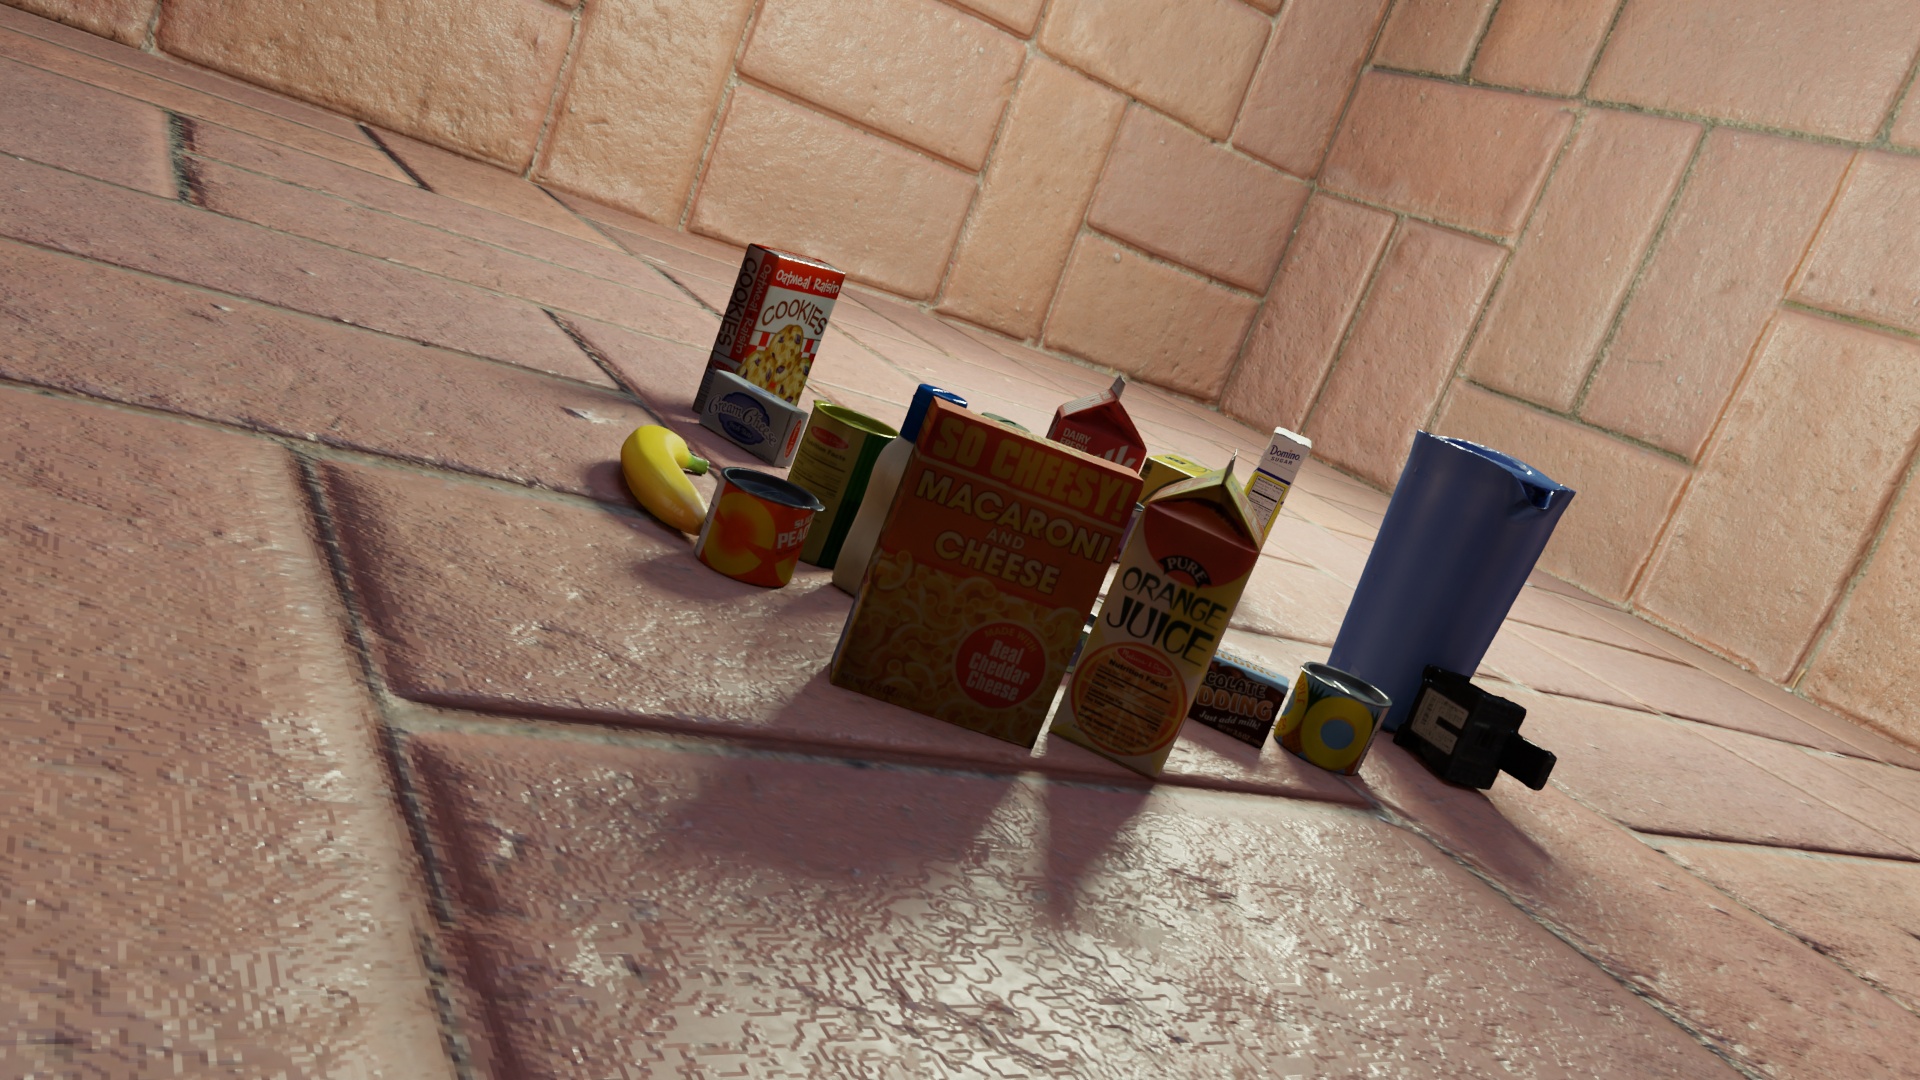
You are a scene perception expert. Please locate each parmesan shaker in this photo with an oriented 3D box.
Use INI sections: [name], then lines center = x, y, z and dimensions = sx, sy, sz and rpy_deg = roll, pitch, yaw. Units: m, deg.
[parmesan shaker]
center = -0.092, -0.040, 0.991
dimensions = 0.071, 0.103, 0.071
rpy_deg = 21, 12, -5

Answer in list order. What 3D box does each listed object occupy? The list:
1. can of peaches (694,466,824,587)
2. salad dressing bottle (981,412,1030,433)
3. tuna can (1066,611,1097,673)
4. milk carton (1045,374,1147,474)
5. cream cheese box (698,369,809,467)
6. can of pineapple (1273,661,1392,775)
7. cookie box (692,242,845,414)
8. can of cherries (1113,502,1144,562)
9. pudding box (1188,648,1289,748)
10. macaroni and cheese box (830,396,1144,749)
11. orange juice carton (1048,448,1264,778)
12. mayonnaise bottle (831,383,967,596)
[can of peaches]
center = -0.130, -0.008, 0.898
dimensions = 0.071, 0.058, 0.071
rpy_deg = 21, 12, -5
[salad dressing bottle]
center = 0.003, -0.012, 0.929
dimensions = 0.044, 0.147, 0.064
rpy_deg = 25, 13, 16
[tuna can]
center = 0.072, 0.067, 0.981
dimensions = 0.071, 0.032, 0.071
rpy_deg = 21, 13, -5
[milk carton]
center = 0.090, -0.039, 1.089
dimensions = 0.073, 0.190, 0.072
rpy_deg = 21, 12, -3
[cream cheese box]
center = -0.185, -0.109, 1.237
dimensions = 0.104, 0.053, 0.024
rpy_deg = 29, 14, 31
[can of pineapple]
center = 0.263, 0.126, 0.992
dimensions = 0.071, 0.057, 0.071
rpy_deg = 21, 12, -5
[cookie box]
center = -0.183, -0.194, 1.335
dimensions = 0.040, 0.167, 0.123
rpy_deg = 27, 13, 21
[can of cherries]
center = 0.143, -0.018, 1.392
dimensions = 0.071, 0.058, 0.071
rpy_deg = 21, 12, -5
[pudding box]
center = 0.182, 0.104, 0.968
dimensions = 0.084, 0.049, 0.030
rpy_deg = 23, 12, 8
[macaroni and cheese box]
center = 0.012, 0.019, 0.775
dimensions = 0.124, 0.166, 0.040
rpy_deg = 19, 12, -10
[orange juice carton]
center = 0.126, 0.036, 0.831
dimensions = 0.073, 0.192, 0.072
rpy_deg = 24, 12, 10
[mayonnaise bottle]
center = -0.038, -0.032, 0.945
dimensions = 0.041, 0.147, 0.065
rpy_deg = 28, 14, 28
